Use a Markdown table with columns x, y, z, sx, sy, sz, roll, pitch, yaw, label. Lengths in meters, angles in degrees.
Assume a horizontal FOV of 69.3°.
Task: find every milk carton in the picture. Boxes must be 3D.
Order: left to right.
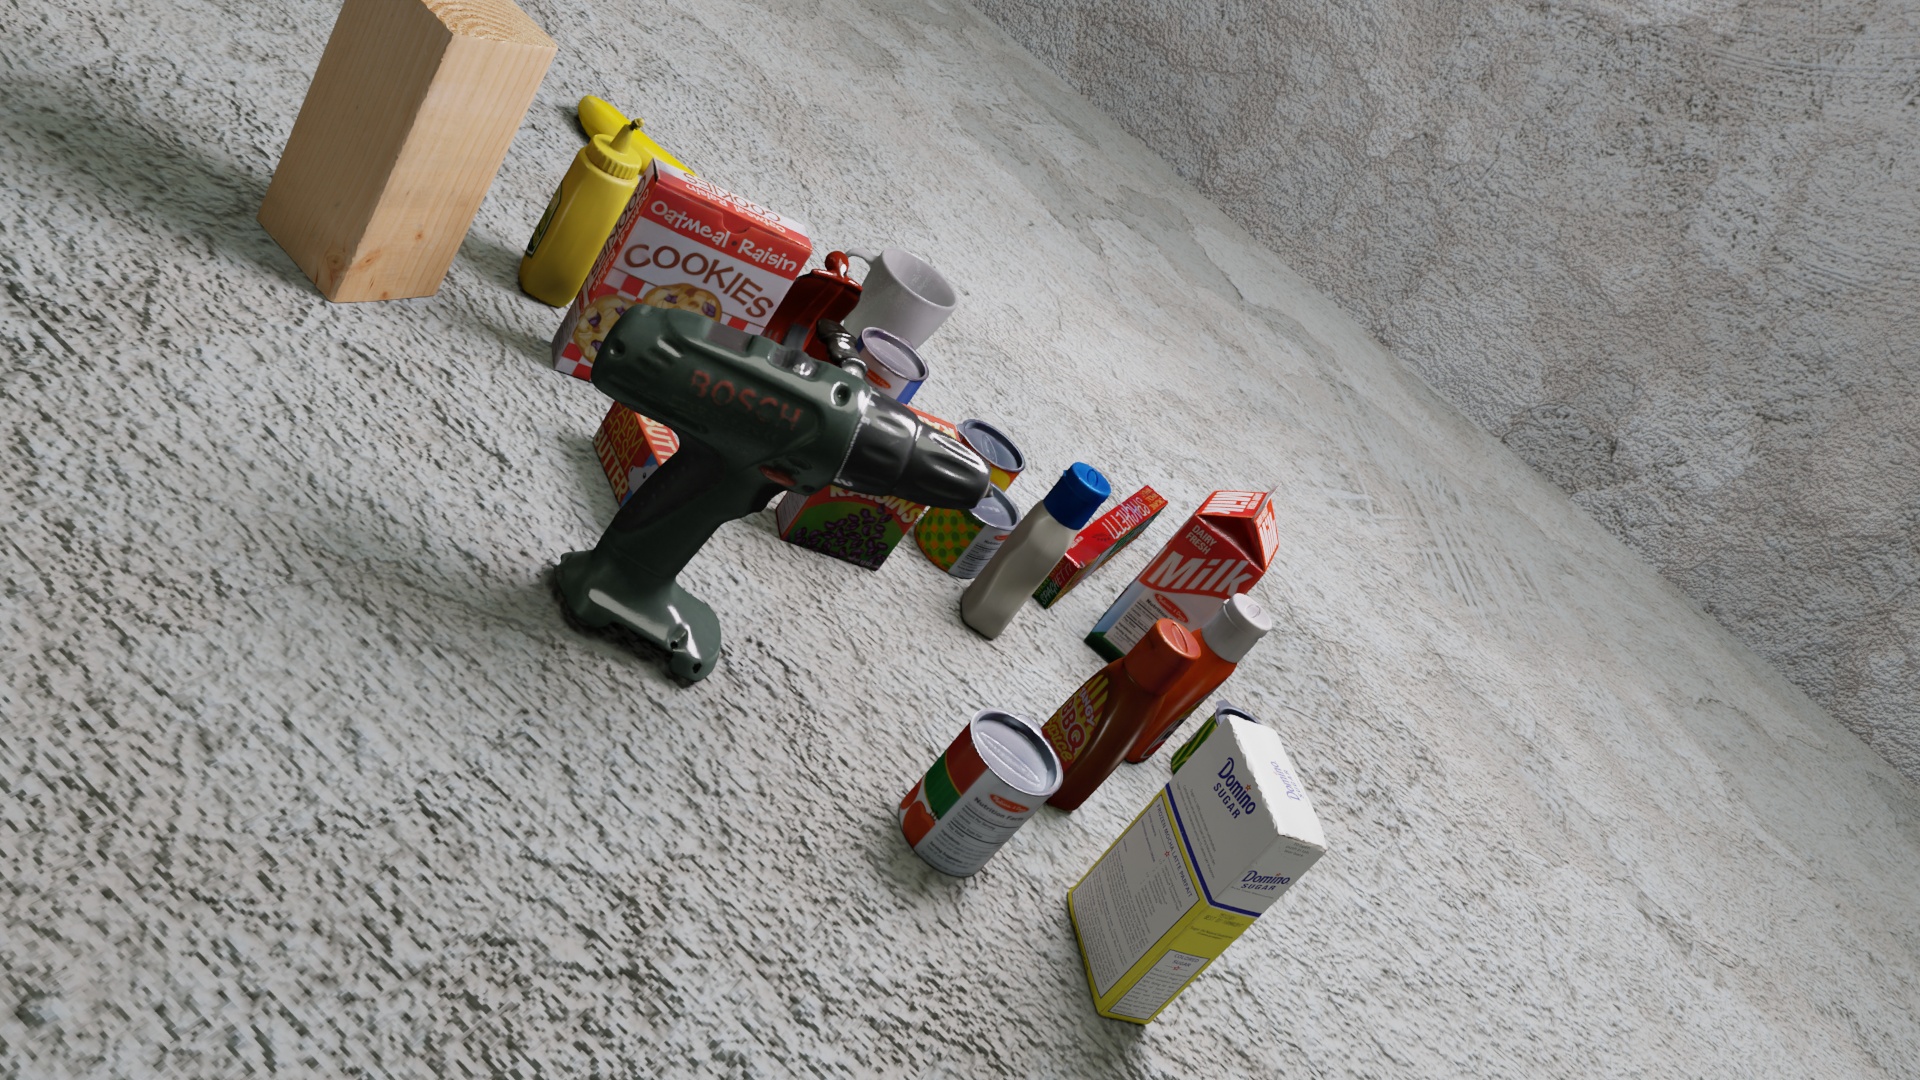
| x | y | z | sx | sy | sz | roll | pitch | yaw | label |
| --- | --- | --- | --- | --- | --- | --- | --- | --- | --- |
| 0.192 | 0.029 | 1.128 | 0.073 | 0.189 | 0.072 | 41 | 27 | 5 | milk carton |

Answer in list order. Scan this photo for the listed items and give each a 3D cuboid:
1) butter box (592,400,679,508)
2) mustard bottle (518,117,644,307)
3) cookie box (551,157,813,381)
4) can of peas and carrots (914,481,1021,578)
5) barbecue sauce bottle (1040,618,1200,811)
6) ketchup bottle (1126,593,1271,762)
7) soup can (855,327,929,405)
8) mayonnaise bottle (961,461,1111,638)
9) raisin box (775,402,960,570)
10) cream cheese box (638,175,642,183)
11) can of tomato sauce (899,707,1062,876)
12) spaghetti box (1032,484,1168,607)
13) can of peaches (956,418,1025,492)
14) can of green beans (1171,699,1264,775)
| x | y | z | sx | sy | sz | roll | pitch | yaw | label |
| --- | --- | --- | --- | --- | --- | --- | --- | --- | --- |
| -0.210 | -0.051 | 0.922 | 0.024 | 0.053 | 0.104 | 9 | 39 | -43 | butter box |
| -0.276 | -0.250 | 1.030 | 0.049 | 0.159 | 0.065 | 23 | 31 | -28 | mustard bottle |
| -0.200 | -0.175 | 0.997 | 0.123 | 0.166 | 0.040 | 19 | 33 | -33 | cookie box |
| 0.004 | -0.014 | 1.113 | 0.071 | 0.058 | 0.071 | 29 | 29 | -17 | can of peas and carrots |
| 0.103 | 0.115 | 0.939 | 0.043 | 0.148 | 0.065 | 24 | 31 | -26 | barbecue sauce bottle |
| 0.170 | 0.102 | 1.038 | 0.043 | 0.148 | 0.065 | 44 | 28 | 12 | ketchup bottle |
| -0.075 | -0.126 | 1.162 | 0.071 | 0.083 | 0.072 | 29 | 29 | -17 | soup can |
| 0.056 | 0.006 | 1.049 | 0.041 | 0.147 | 0.065 | 34 | 28 | -9 | mayonnaise bottle |
| -0.066 | -0.042 | 1.003 | 0.086 | 0.123 | 0.040 | 21 | 32 | -30 | raisin box |
| -0.253 | -0.277 | 1.212 | 0.104 | 0.053 | 0.024 | 16 | 34 | -35 | cream cheese box |
| 0.011 | 0.152 | 0.845 | 0.071 | 0.082 | 0.071 | 29 | 29 | -17 | can of tomato sauce |
| 0.127 | 0.001 | 1.245 | 0.029 | 0.050 | 0.251 | 43 | 28 | 9 | spaghetti box |
| 0.011 | -0.063 | 1.195 | 0.071 | 0.057 | 0.071 | 29 | 29 | -17 | can of peaches |
| 0.206 | 0.171 | 1.073 | 0.071 | 0.057 | 0.071 | 29 | 29 | -17 | can of green beans |
